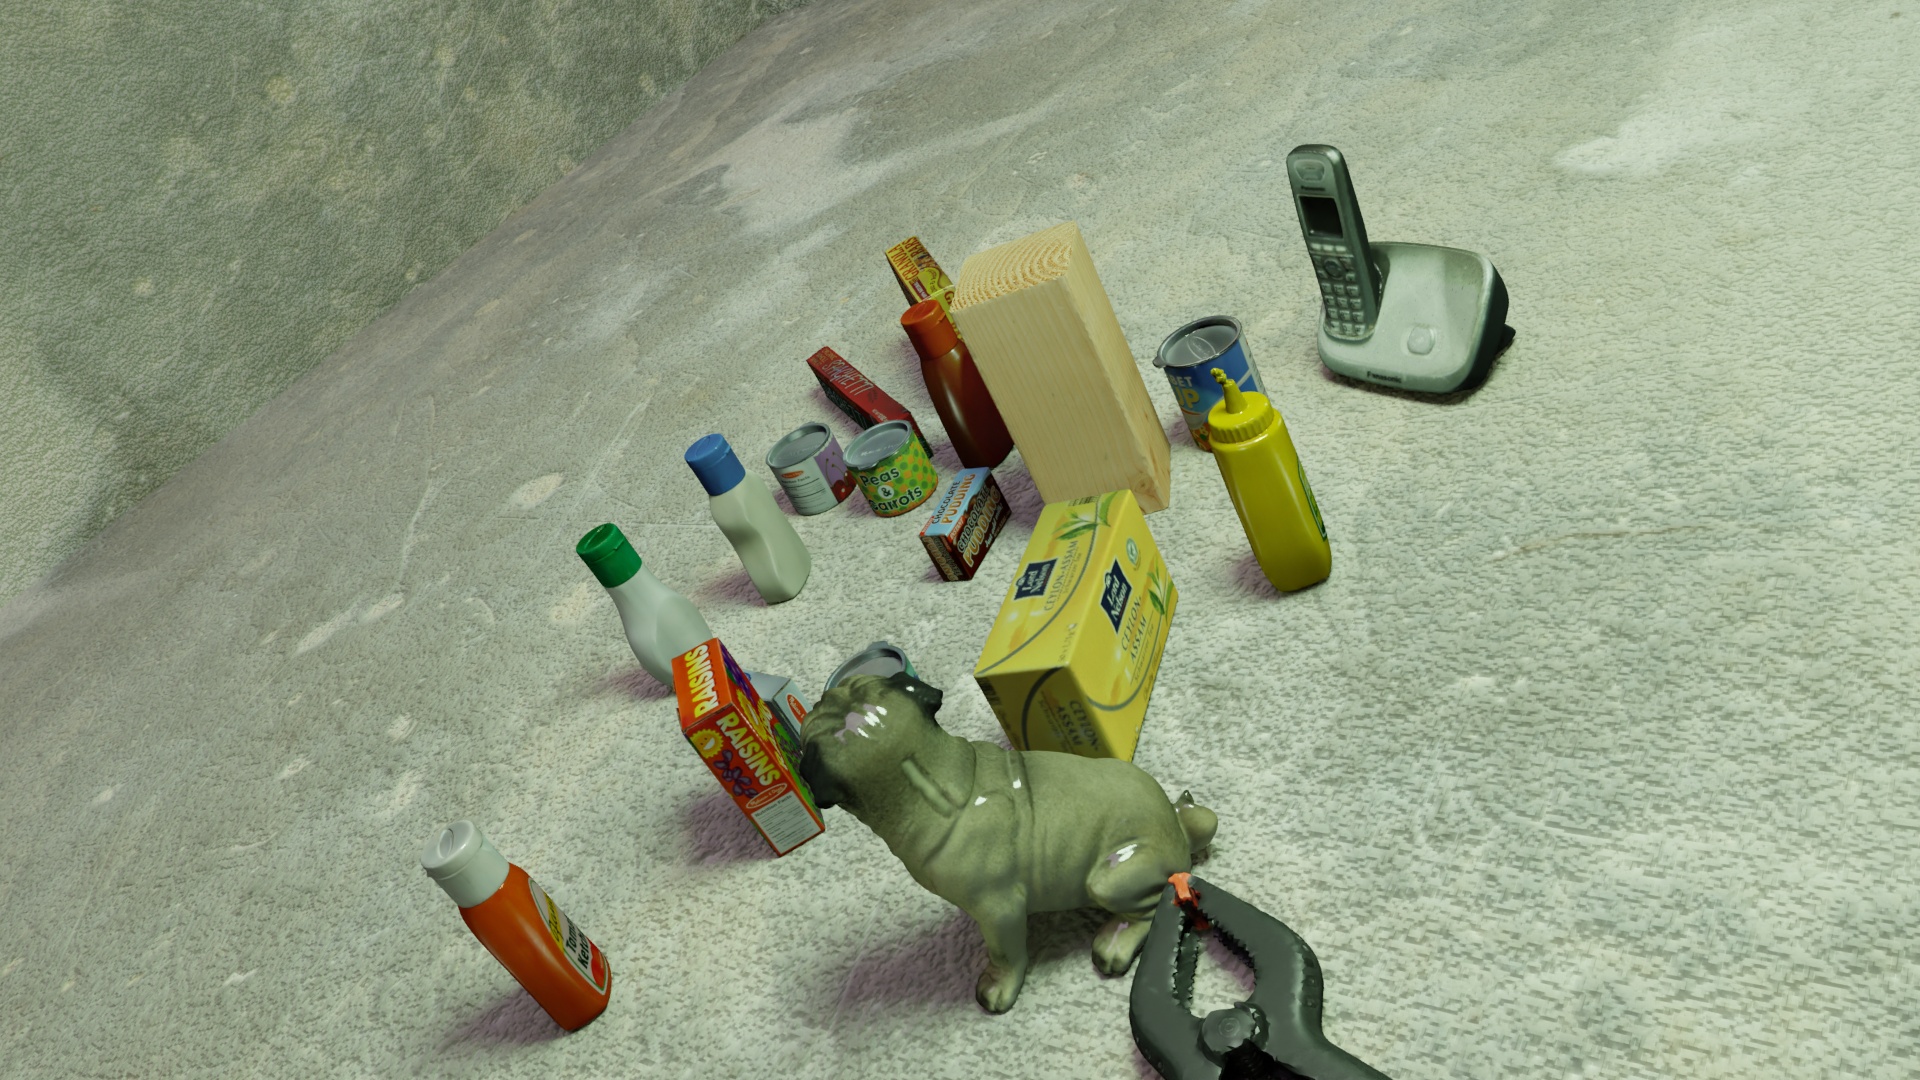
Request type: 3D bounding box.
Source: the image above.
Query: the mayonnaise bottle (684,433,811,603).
[{"bbox_3d":[-0.175,-0.020,1.148,0.041,0.147,0.065,-15,33,22],"label":"mayonnaise bottle"}]

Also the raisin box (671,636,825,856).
[{"bbox_3d":[-0.141,0.135,0.914,0.040,0.123,0.086,-29,31,0],"label":"raisin box"}]

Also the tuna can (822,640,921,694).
[{"bbox_3d":[-0.060,0.106,0.980,0.071,0.032,0.071,-21,32,13],"label":"tuna can"}]

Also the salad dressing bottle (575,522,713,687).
[{"bbox_3d":[-0.248,0.052,1.100,0.044,0.147,0.064,-5,38,34],"label":"salad dressing bottle"}]

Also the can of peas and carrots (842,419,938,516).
[{"bbox_3d":[-0.060,-0.061,1.202,0.071,0.058,0.071,-21,32,13],"label":"can of peas and carrots"}]

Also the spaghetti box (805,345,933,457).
[{"bbox_3d":[-0.092,-0.133,1.343,0.029,0.050,0.251,-34,31,-8],"label":"spaghetti box"}]

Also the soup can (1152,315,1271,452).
[{"bbox_3d":[0.193,-0.118,1.058,0.071,0.083,0.072,-21,32,14],"label":"soup can"}]

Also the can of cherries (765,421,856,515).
[{"bbox_3d":[-0.134,-0.067,1.271,0.071,0.058,0.072,-21,32,13],"label":"can of cherries"}]

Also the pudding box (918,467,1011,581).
[{"bbox_3d":[0.004,-0.014,1.089,0.030,0.049,0.084,-4,38,35],"label":"pudding box"}]

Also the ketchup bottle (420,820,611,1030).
[{"bbox_3d":[-0.271,0.233,0.849,0.043,0.148,0.065,-32,31,-5],"label":"ketchup bottle"}]

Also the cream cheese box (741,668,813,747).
[{"bbox_3d":[-0.150,0.120,1.013,0.104,0.053,0.024,5,44,43],"label":"cream cheese box"}]

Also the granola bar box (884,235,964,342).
[{"bbox_3d":[-0.016,-0.207,1.319,0.039,0.123,0.166,-29,31,1],"label":"granola bar box"}]

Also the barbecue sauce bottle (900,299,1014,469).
[{"bbox_3d":[-0.003,-0.133,1.174,0.043,0.148,0.065,-6,38,34],"label":"barbecue sauce bottle"}]

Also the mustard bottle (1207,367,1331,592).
[{"bbox_3d":[0.190,-0.043,0.874,0.049,0.159,0.065,-20,32,15],"label":"mustard bottle"}]
